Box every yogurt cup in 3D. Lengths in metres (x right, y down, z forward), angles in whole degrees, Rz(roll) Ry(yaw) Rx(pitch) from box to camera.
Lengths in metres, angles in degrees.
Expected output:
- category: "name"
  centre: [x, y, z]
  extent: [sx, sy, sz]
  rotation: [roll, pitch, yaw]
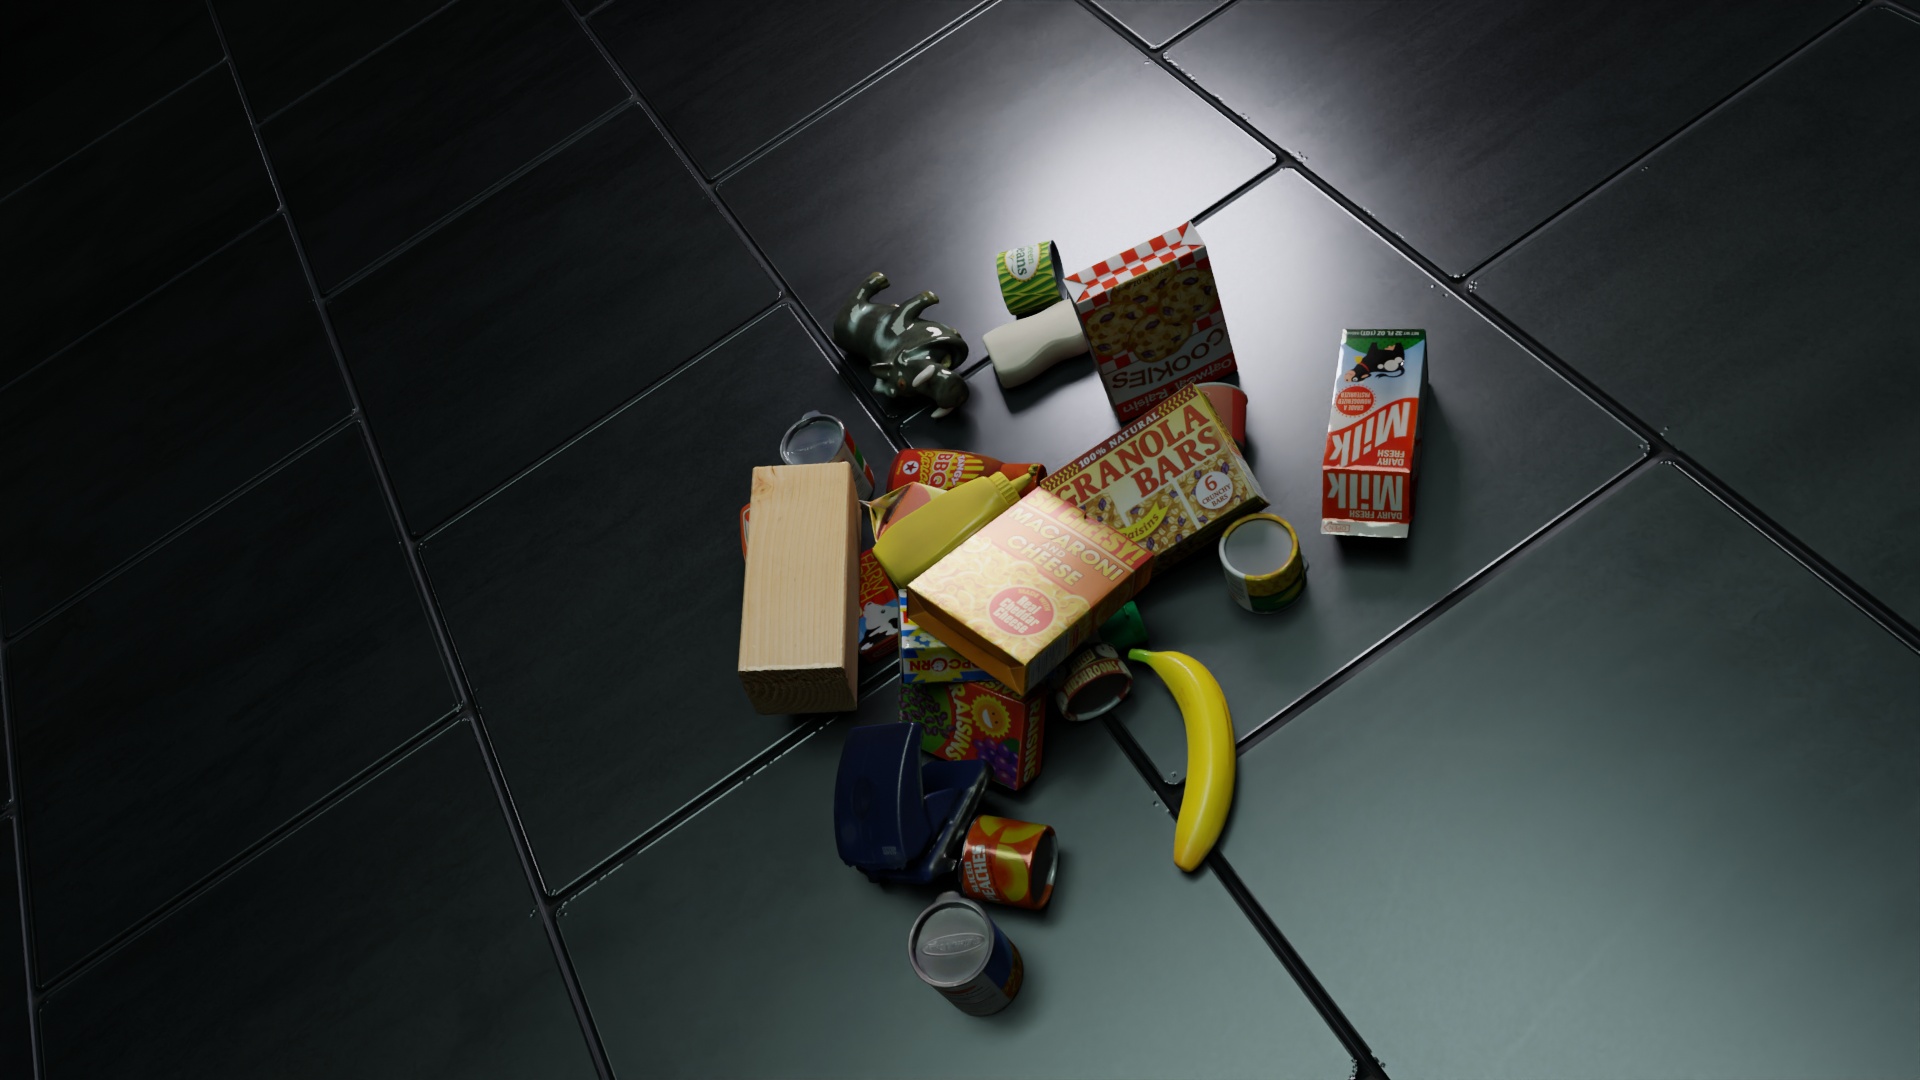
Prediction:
- category: "yogurt cup"
  centre: [0.226, -0.103, 1.251]
  extent: [0.072, 0.072, 0.054]
  rotation: [-7, 64, 16]

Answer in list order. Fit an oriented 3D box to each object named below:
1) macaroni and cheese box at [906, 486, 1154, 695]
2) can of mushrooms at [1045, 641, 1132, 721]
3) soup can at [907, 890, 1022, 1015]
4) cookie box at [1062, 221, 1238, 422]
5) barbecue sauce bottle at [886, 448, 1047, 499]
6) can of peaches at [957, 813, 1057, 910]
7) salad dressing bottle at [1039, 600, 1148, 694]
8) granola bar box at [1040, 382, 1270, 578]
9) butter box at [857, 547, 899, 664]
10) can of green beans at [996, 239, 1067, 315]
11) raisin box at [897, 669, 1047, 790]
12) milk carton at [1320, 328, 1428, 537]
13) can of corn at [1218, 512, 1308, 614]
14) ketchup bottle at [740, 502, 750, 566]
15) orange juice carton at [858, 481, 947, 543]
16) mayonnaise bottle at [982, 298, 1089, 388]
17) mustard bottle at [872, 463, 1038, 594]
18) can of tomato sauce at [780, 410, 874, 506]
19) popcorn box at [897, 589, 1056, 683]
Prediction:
- category: "macaroni and cheese box"
  centre: [0.058, 0.035, 1.116]
  extent: [0.124, 0.040, 0.167]
  rotation: [32, 51, 27]
- category: "can of mushrooms"
  centre: [0.106, 0.116, 1.144]
  extent: [0.071, 0.070, 0.033]
  rotation: [-30, 54, 0]
- category: "soup can"
  centre: [0.005, 0.311, 1.044]
  extent: [0.071, 0.083, 0.072]
  rotation: [-10, 55, 14]
- category: "cookie box"
  centre: [0.176, -0.194, 1.264]
  extent: [0.123, 0.166, 0.040]
  rotation: [-24, 50, 5]
- category: "barbecue sauce bottle"
  centre: [0.007, -0.056, 1.312]
  extent: [0.148, 0.043, 0.065]
  rotation: [2, 55, 21]
- category: "can of peaches"
  centre: [0.038, 0.251, 1.080]
  extent: [0.058, 0.071, 0.071]
  rotation: [5, 60, 22]
- category: "salad dressing bottle"
  centre: [0.085, 0.095, 1.184]
  extent: [0.147, 0.043, 0.064]
  rotation: [-22, 47, 4]
- category: "granola bar box"
  centre: [0.165, -0.041, 1.206]
  extent: [0.165, 0.039, 0.124]
  rotation: [-33, 61, 18]
- category: "butter box"
  centre: [-0.082, 0.059, 1.282]
  extent: [0.053, 0.024, 0.104]
  rotation: [-29, 53, 1]
- category: "can of green beans"
  centre: [0.073, -0.267, 1.414]
  extent: [0.058, 0.071, 0.071]
  rotation: [-11, 55, 14]
- category: "raisin box"
  centre: [0.009, 0.144, 1.152]
  extent: [0.123, 0.085, 0.040]
  rotation: [19, 28, 30]
- category: "milk carton"
  centre: [0.353, -0.085, 1.183]
  extent: [0.072, 0.073, 0.191]
  rotation: [3, 60, 22]
- category: "can of corn"
  centre: [0.255, 0.018, 1.161]
  extent: [0.071, 0.058, 0.071]
  rotation: [-10, 56, 15]
- category: "ketchup bottle"
  centre: [-0.174, 0.027, 1.326]
  extent: [0.065, 0.043, 0.149]
  rotation: [-17, 54, 9]
- category: "orange juice carton"
  centre: [-0.004, 0.006, 1.258]
  extent: [0.193, 0.071, 0.073]
  rotation: [17, 65, 28]
- category: "mayonnaise bottle"
  centre: [0.100, -0.206, 1.381]
  extent: [0.148, 0.041, 0.065]
  rotation: [-23, 55, 3]
- category: "mustard bottle"
  centre: [0.004, -0.015, 1.192]
  extent: [0.160, 0.048, 0.065]
  rotation: [-34, 53, -5]
- category: "can of tomato sauce"
  centre: [-0.129, -0.074, 1.351]
  extent: [0.071, 0.082, 0.071]
  rotation: [-10, 55, 15]
- category: "popcorn box"
  centre: [0.012, 0.076, 1.140]
  extent: [0.127, 0.038, 0.085]
  rotation: [-2, 33, -4]
